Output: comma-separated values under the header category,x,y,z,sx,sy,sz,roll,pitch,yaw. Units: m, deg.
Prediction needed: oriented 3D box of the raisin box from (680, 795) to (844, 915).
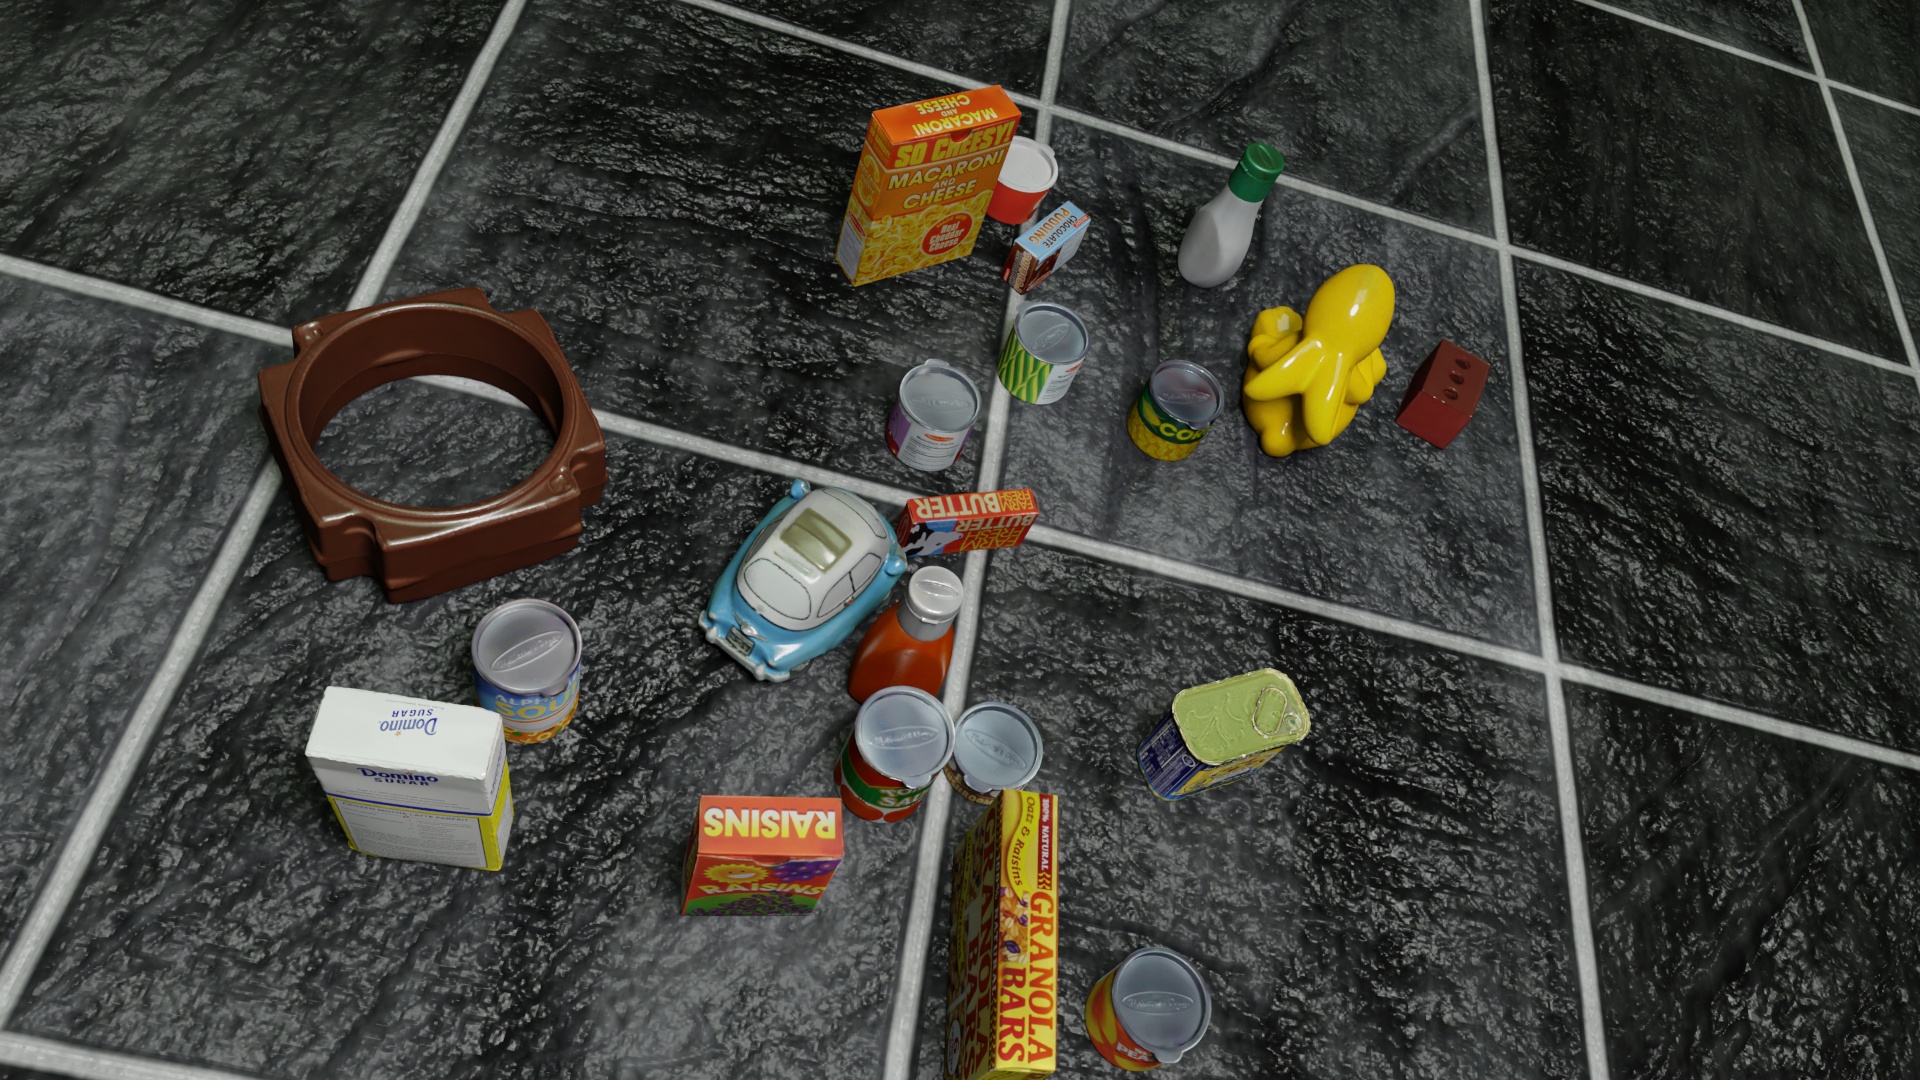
category,x,y,z,sx,sy,sz,roll,pitch,yaw
raisin box,-0.124,0.195,0.849,0.086,0.122,0.040,5,58,-14

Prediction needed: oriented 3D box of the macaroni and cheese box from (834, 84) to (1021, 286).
category,x,y,z,sx,sy,sz,roll,pitch,yaw
macaroni and cheese box,-0.029,-0.293,1.157,0.124,0.165,0.040,-22,68,-27

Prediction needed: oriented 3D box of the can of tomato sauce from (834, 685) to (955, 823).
category,x,y,z,sx,sy,sz,roll,pitch,yaw
can of tomato sauce,-0.045,0.146,0.928,0.071,0.082,0.071,8,57,-12

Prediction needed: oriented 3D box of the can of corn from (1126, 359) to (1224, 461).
category,x,y,z,sx,sy,sz,roll,pitch,yaw
can of corn,0.181,-0.107,1.170,0.071,0.058,0.071,8,57,-12

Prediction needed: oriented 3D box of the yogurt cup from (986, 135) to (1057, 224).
category,x,y,z,sx,sy,sz,roll,pitch,yaw
yogurt cup,0.049,-0.327,1.270,0.072,0.053,0.073,8,57,-12

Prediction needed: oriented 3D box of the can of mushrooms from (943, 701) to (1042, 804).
category,x,y,z,sx,sy,sz,roll,pitch,yaw
can of mushrooms,0.020,0.151,0.975,0.071,0.033,0.071,8,57,-12

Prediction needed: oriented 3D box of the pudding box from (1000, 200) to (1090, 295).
category,x,y,z,sx,sy,sz,roll,pitch,yaw
pudding box,0.077,-0.261,1.240,0.030,0.049,0.084,41,57,10

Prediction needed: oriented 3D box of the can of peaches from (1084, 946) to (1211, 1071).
category,x,y,z,sx,sy,sz,roll,pitch,yaw
can of peaches,0.120,0.305,0.894,0.071,0.057,0.071,8,57,-12

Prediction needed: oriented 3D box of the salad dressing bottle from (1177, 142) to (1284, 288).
category,x,y,z,sx,sy,sz,roll,pitch,yaw
salad dressing bottle,0.243,-0.291,1.250,0.044,0.147,0.064,-11,63,-23

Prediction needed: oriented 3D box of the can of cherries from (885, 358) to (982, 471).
category,x,y,z,sx,sy,sz,roll,pitch,yaw
can of cherries,-0.022,-0.099,1.103,0.071,0.058,0.072,8,57,-12

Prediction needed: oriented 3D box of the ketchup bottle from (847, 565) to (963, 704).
category,x,y,z,sx,sy,sz,roll,pitch,yaw
ketchup bottle,-0.033,0.069,0.940,0.065,0.148,0.044,14,56,-9

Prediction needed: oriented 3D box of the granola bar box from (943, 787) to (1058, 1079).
category,x,y,z,sx,sy,sz,roll,pitch,yaw
granola bar box,0.025,0.253,0.857,0.039,0.123,0.166,10,57,-11

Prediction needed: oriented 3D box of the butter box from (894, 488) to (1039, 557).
category,x,y,z,sx,sy,sz,roll,pitch,yaw
butter box,0.004,-0.013,1.061,0.104,0.052,0.024,-6,61,-20

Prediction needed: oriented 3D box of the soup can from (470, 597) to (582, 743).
category,x,y,z,sx,sy,sz,roll,pitch,yaw
soup can,-0.277,0.088,0.893,0.071,0.083,0.071,8,57,-12

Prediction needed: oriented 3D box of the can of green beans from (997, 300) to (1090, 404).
category,x,y,z,sx,sy,sz,roll,pitch,yaw
can of green beans,0.069,-0.157,1.167,0.071,0.057,0.071,8,57,-12
